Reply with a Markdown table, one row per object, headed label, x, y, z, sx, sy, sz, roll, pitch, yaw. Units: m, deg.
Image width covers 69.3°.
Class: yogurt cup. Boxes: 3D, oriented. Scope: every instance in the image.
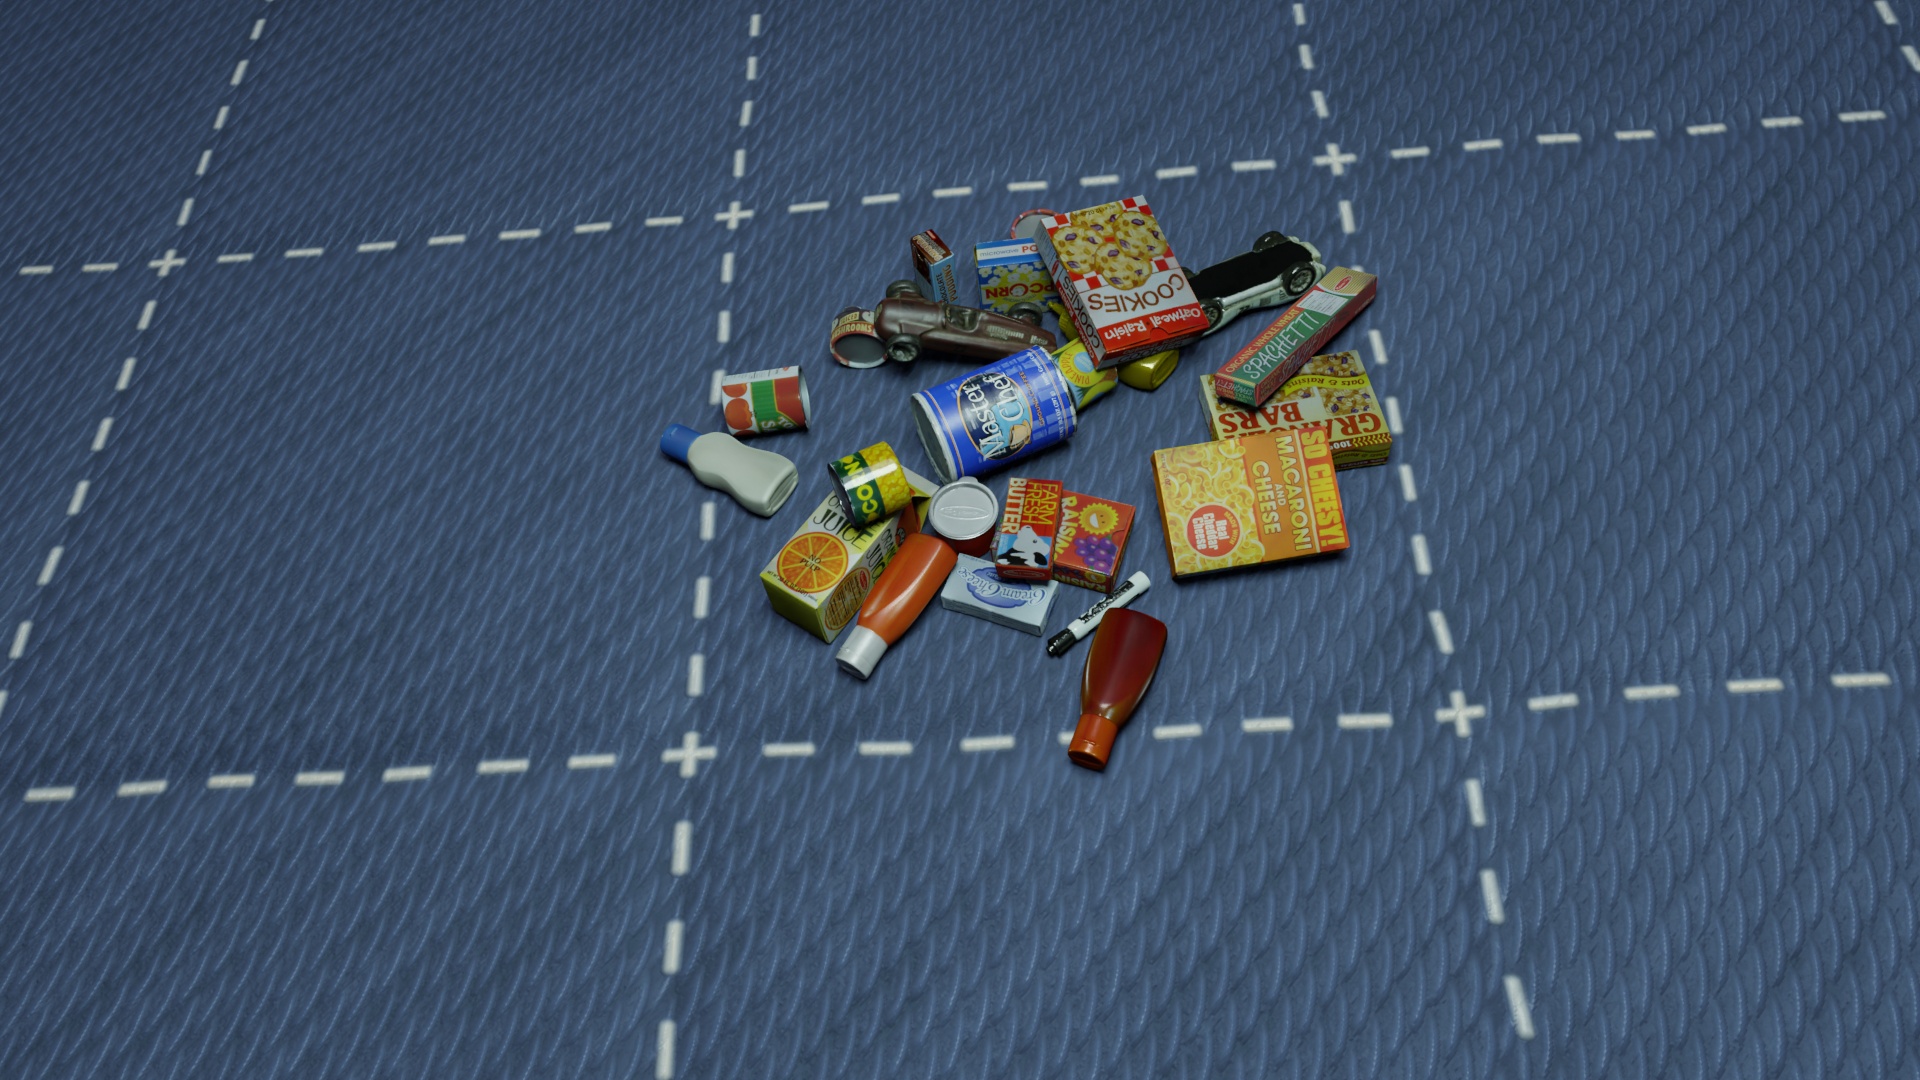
| label | x | y | z | sx | sy | sz | roll | pitch | yaw |
| --- | --- | --- | --- | --- | --- | --- | --- | --- | --- |
| yogurt cup | 0.005 | -0.017 | 1.368 | 0.072 | 0.053 | 0.073 | -3 | 57 | 4 |

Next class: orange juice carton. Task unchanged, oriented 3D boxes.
| label | x | y | z | sx | sy | sz | roll | pitch | yaw |
| --- | --- | --- | --- | --- | --- | --- | --- | --- | --- |
| orange juice carton | -0.103 | -0.001 | 1.358 | 0.072 | 0.072 | 0.193 | 28 | 64 | 22 |

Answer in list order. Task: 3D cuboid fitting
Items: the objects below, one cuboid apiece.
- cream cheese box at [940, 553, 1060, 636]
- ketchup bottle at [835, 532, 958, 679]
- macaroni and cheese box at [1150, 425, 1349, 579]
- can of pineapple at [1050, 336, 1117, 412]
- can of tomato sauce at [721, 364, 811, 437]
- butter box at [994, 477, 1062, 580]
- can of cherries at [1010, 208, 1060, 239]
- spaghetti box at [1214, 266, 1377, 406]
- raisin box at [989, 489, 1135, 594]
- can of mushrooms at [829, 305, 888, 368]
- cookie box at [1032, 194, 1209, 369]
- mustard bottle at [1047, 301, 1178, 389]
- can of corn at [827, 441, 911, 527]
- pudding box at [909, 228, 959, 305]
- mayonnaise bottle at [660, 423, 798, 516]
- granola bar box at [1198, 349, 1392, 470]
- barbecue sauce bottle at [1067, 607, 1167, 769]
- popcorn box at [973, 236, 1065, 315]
| label | x | y | z | sx | sy | sz | roll | pitch | yaw |
| --- | --- | --- | --- | --- | --- | --- | --- | --- | --- |
| cream cheese box | 0.038 | 0.052 | 1.338 | 0.104 | 0.024 | 0.053 | 16 | 62 | 16 |
| ketchup bottle | -0.065 | 0.062 | 1.325 | 0.064 | 0.043 | 0.149 | 7 | 57 | 51 |
| macaroni and cheese box | 0.276 | -0.037 | 1.337 | 0.166 | 0.040 | 0.124 | -9 | 82 | -1 |
| can of pineapple | 0.123 | -0.174 | 1.449 | 0.058 | 0.070 | 0.071 | -33 | 60 | -15 |
| can of tomato sauce | -0.204 | -0.145 | 1.466 | 0.083 | 0.071 | 0.071 | -8 | 57 | 1 |
| butter box | 0.067 | -0.012 | 1.329 | 0.053 | 0.024 | 0.104 | 5 | 58 | 10 |
| can of cherries | 0.088 | -0.330 | 1.560 | 0.071 | 0.058 | 0.072 | -2 | 58 | 4 |
| spaghetti box | 0.350 | -0.215 | 1.440 | 0.050 | 0.028 | 0.251 | 24 | 49 | 34 |
| raisin box | 0.101 | -0.005 | 1.360 | 0.123 | 0.040 | 0.086 | 14 | 59 | 13 |
| can of mushrooms | -0.108 | -0.219 | 1.500 | 0.071 | 0.070 | 0.033 | 0 | 59 | 6 |
| cookie box | 0.166 | -0.269 | 1.438 | 0.123 | 0.040 | 0.168 | -17 | 72 | -18 |
| mustard bottle | 0.155 | -0.220 | 1.487 | 0.160 | 0.048 | 0.065 | 33 | 64 | 23 |
| can of corn | -0.085 | -0.053 | 1.304 | 0.058 | 0.070 | 0.071 | -23 | 58 | -12 |
| pudding box | -0.028 | -0.296 | 1.534 | 0.030 | 0.083 | 0.050 | -29 | 59 | -13 |
| mayonnaise bottle | -0.243 | -0.079 | 1.442 | 0.148 | 0.041 | 0.065 | 25 | 62 | 21 |
| granola bar box | 0.337 | -0.123 | 1.413 | 0.166 | 0.039 | 0.125 | -9 | 56 | -1 |
| barbecue sauce bottle | 0.138 | 0.135 | 1.263 | 0.065 | 0.043 | 0.149 | 16 | 61 | 15 |
| popcorn box | 0.081 | -0.290 | 1.518 | 0.127 | 0.084 | 0.038 | -6 | 57 | 2 |
